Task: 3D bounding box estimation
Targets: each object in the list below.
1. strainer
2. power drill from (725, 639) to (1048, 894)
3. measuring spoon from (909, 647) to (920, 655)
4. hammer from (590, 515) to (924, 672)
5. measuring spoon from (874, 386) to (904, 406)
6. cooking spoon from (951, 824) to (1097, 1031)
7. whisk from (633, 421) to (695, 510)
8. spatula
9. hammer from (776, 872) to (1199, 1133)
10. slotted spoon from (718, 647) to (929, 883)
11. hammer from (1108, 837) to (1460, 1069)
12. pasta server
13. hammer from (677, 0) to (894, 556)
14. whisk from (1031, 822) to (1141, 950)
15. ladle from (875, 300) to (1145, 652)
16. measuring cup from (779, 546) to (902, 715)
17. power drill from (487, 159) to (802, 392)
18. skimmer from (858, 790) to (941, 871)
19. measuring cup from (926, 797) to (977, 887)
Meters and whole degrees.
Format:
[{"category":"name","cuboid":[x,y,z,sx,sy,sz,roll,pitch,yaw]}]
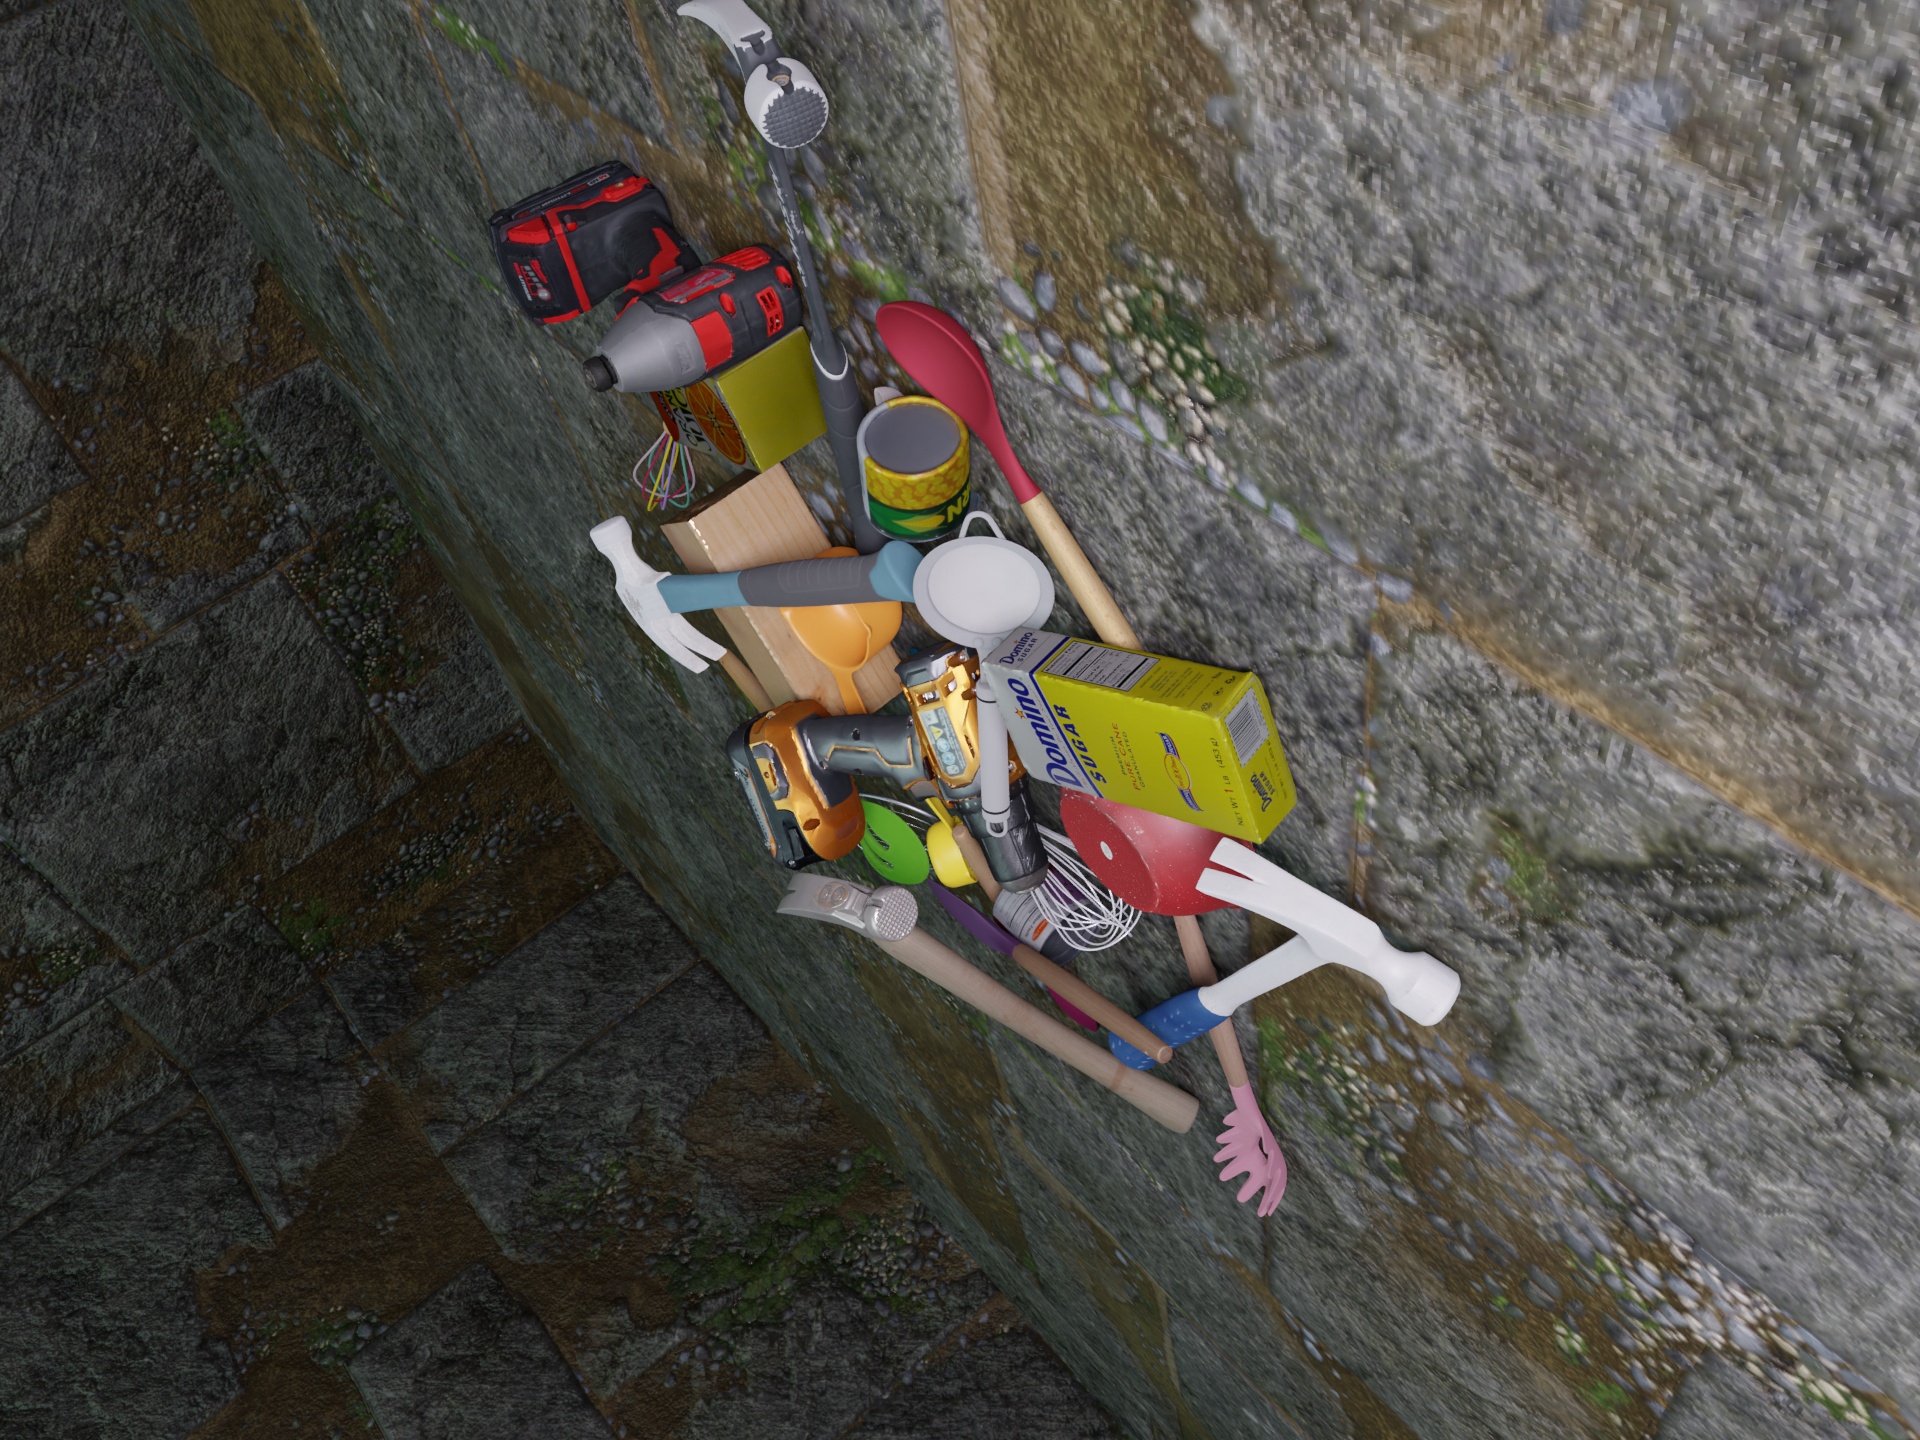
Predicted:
[{"category":"strainer","cuboid":[0.018,-0.028,1.015,0.050,0.087,0.258,-79,-12,-55]},{"category":"power drill","cuboid":[-0.046,0.051,1.159,0.226,0.084,0.185,-16,101,37]},{"category":"measuring spoon","cuboid":[-0.002,-0.004,1.202,0.129,0.021,0.042,48,160,13]},{"category":"hammer","cuboid":[-0.143,-0.097,1.140,0.331,0.033,0.128,1,124,46]},{"category":"measuring spoon","cuboid":[-0.037,-0.172,1.012,0.124,0.018,0.034,84,163,-67]},{"category":"cooking spoon","cuboid":[0.054,0.181,1.344,0.069,0.017,0.318,37,164,42]},{"category":"whisk","cuboid":[-0.242,-0.235,1.340,0.051,0.047,0.245,53,158,4]},{"category":"spatula","cuboid":[0.059,0.184,1.184,0.316,0.018,0.059,26,152,57]},{"category":"hammer","cuboid":[0.040,0.226,1.235,0.410,0.038,0.146,37,159,-32]},{"category":"slotted spoon","cuboid":[-0.128,0.032,1.364,0.314,0.031,0.070,46,142,34]},{"category":"hammer","cuboid":[0.163,0.174,1.019,0.144,0.035,0.405,33,157,2]},{"category":"pasta server","cuboid":[0.193,0.252,1.167,0.060,0.040,0.316,28,148,48]},{"category":"hammer","cuboid":[-0.085,-0.235,0.945,0.408,0.036,0.149,77,166,-55]},{"category":"whisk","cuboid":[0.043,0.082,1.209,0.285,0.070,0.070,41,158,46]},{"category":"ladle","cuboid":[0.053,-0.103,0.894,0.315,0.031,0.069,56,159,-13]},{"category":"measuring cup","cuboid":[-0.075,-0.053,1.213,0.095,0.052,0.173,15,135,39]},{"category":"power drill","cuboid":[-0.215,-0.282,1.038,0.220,0.143,0.078,40,155,40]},{"category":"skimmer","cuboid":[-0.106,-0.024,1.407,0.363,0.090,0.127,65,155,-1]},{"category":"measuring cup","cuboid":[-0.026,0.077,1.256,0.062,0.029,0.156,-99,-16,-45]}]
